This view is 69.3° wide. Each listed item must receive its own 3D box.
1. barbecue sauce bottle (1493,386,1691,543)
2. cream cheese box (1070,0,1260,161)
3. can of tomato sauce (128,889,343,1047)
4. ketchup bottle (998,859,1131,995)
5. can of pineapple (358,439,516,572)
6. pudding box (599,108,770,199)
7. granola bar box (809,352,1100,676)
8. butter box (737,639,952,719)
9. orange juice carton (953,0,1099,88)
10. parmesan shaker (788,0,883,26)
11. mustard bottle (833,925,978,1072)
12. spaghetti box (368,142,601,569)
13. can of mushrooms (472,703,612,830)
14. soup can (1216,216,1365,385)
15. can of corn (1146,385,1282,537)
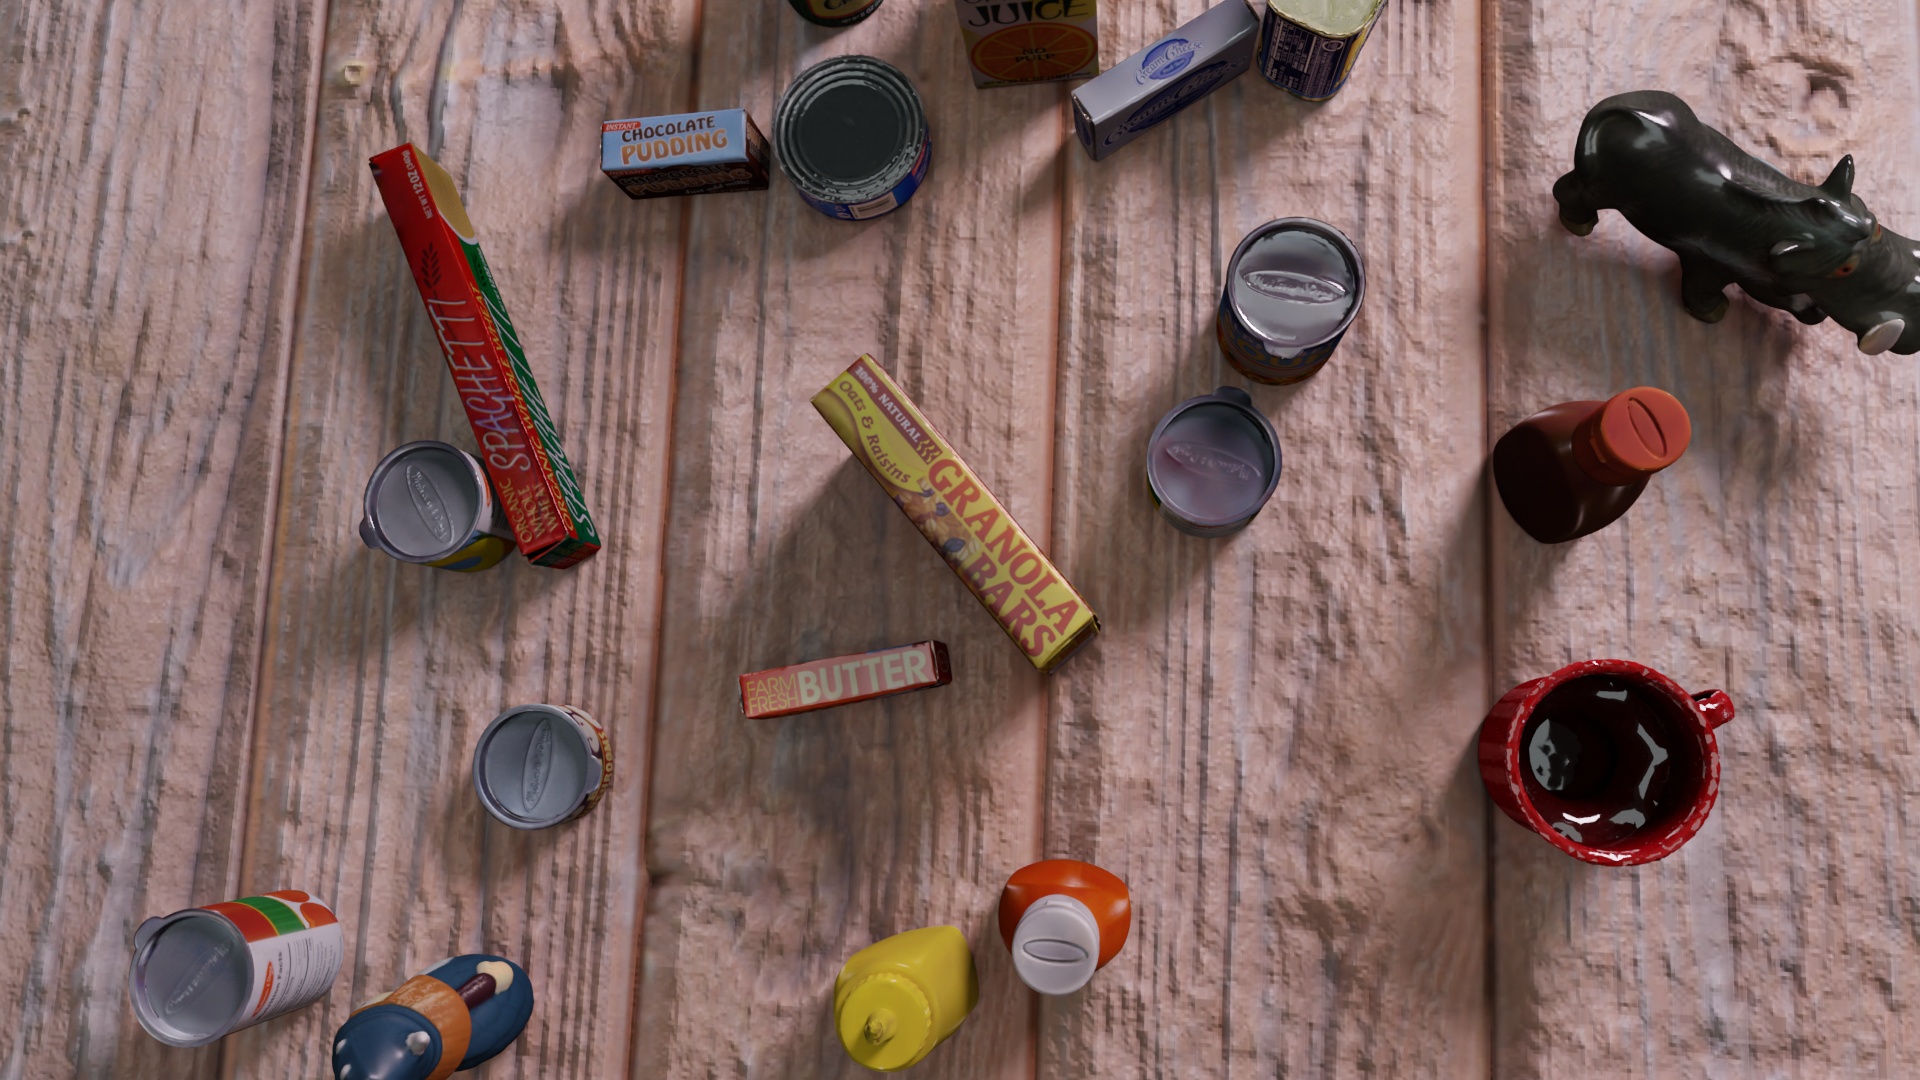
[{"bbox_3d":[0.293,-0.037,0.649,0.043,0.148,0.065,-23,81,3],"label":"barbecue sauce bottle"},{"bbox_3d":[0.110,-0.248,0.747,0.104,0.053,0.024,-30,81,2],"label":"cream cheese box"},{"bbox_3d":[-0.376,0.219,0.724,0.071,0.083,0.071,-1,83,7],"label":"can of tomato sauce"},{"bbox_3d":[0.047,0.178,0.648,0.065,0.148,0.043,4,83,7],"label":"ketchup bottle"},{"bbox_3d":[-0.281,-0.017,0.758,0.071,0.058,0.071,-1,83,6],"label":"can of pineapple"},{"bbox_3d":[-0.153,-0.215,0.774,0.084,0.049,0.030,-3,83,6],"label":"pudding box"},{"bbox_3d":[0.002,-0.009,0.691,0.039,0.124,0.166,-41,80,0],"label":"granola bar box"},{"bbox_3d":[-0.059,0.073,0.723,0.103,0.053,0.024,-11,82,5],"label":"butter box"},{"bbox_3d":[0.030,-0.303,0.693,0.072,0.192,0.073,-4,82,6],"label":"orange juice carton"},{"bbox_3d":[-0.074,-0.335,0.754,0.071,0.103,0.071,-1,83,7],"label":"parmesan shaker"},{"bbox_3d":[-0.029,0.215,0.646,0.065,0.160,0.049,-18,81,4],"label":"mustard bottle"},{"bbox_3d":[-0.264,-0.102,0.771,0.029,0.050,0.250,-25,80,3],"label":"spaghetti box"},{"bbox_3d":[-0.221,0.121,0.744,0.071,0.033,0.071,-1,82,6],"label":"can of mushrooms"},{"bbox_3d":[0.165,-0.117,0.707,0.071,0.083,0.071,-1,83,7],"label":"soup can"},{"bbox_3d":[0.129,-0.039,0.714,0.071,0.058,0.071,-1,83,6],"label":"can of corn"}]
